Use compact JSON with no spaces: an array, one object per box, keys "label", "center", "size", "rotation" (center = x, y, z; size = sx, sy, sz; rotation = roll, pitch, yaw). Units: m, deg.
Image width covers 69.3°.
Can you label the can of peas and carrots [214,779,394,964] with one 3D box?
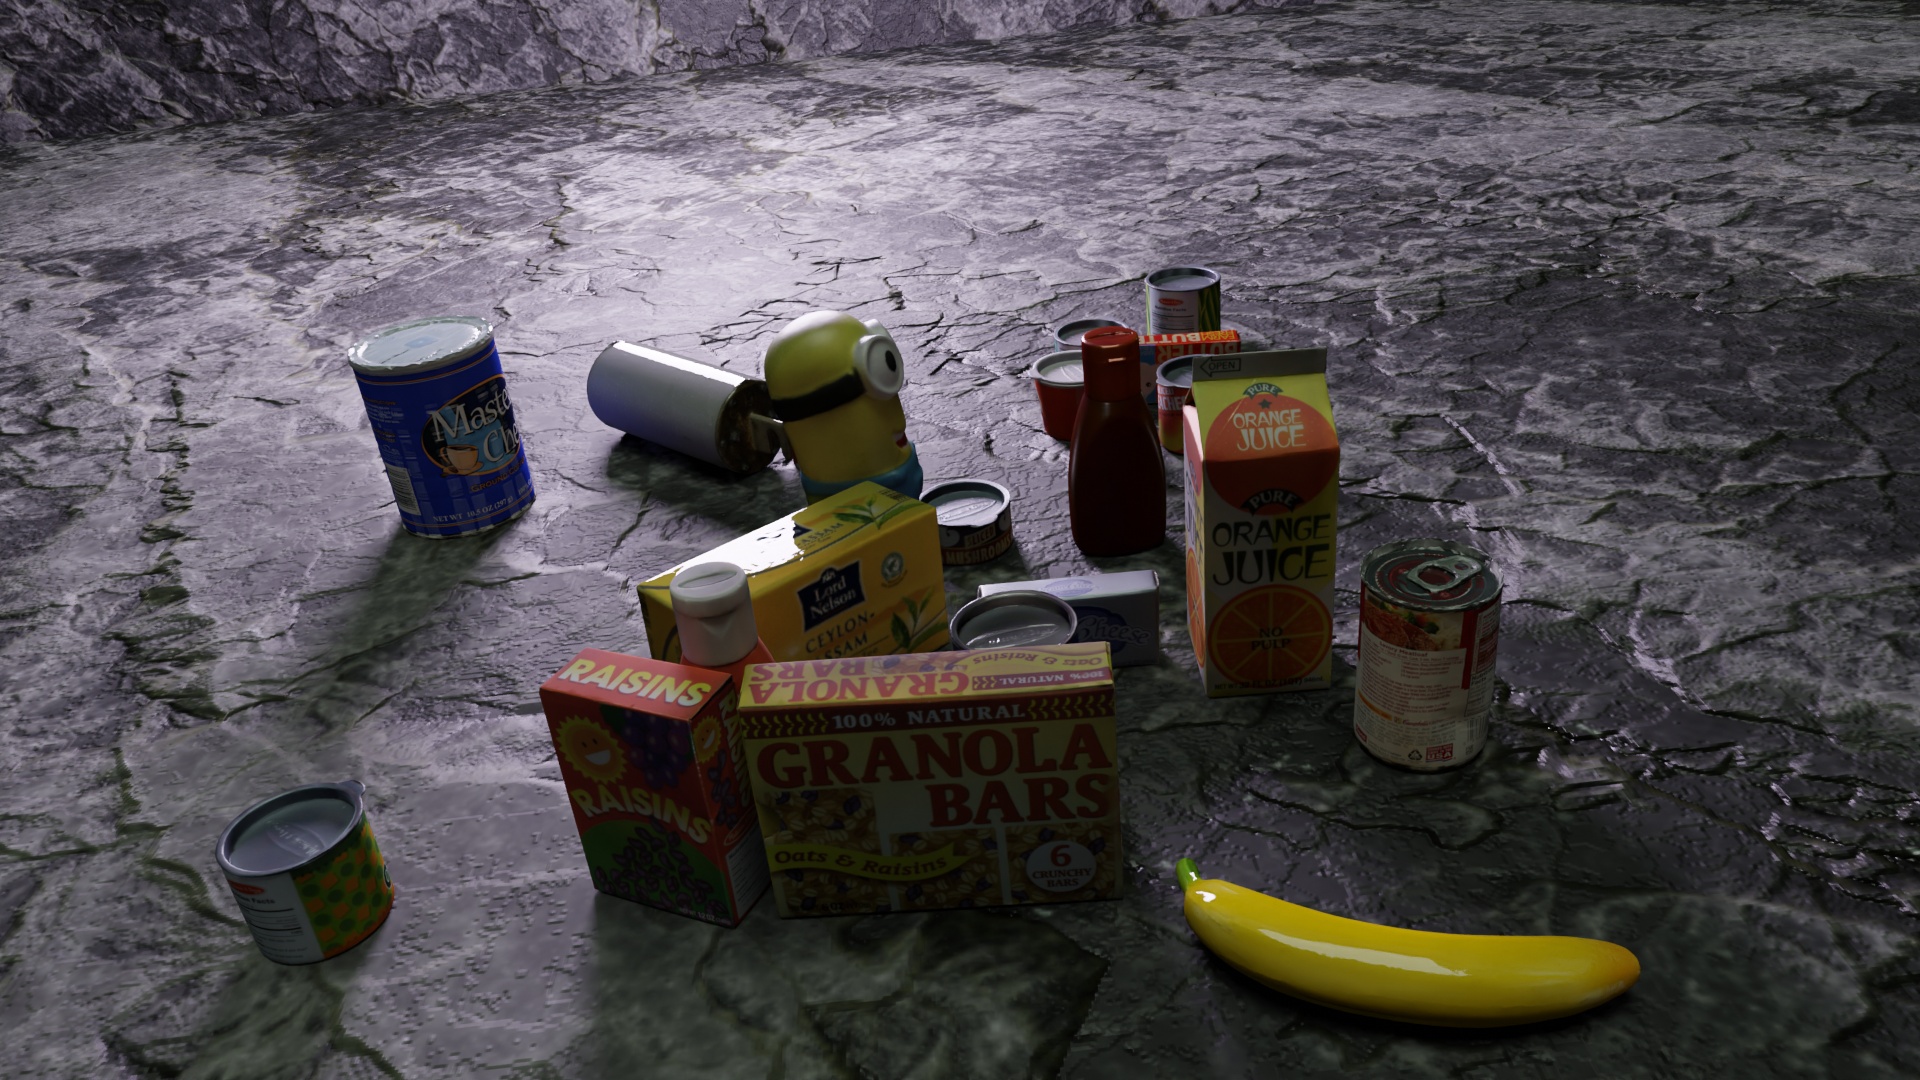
[{"label":"can of peas and carrots","center":[-0.315,0.160,0.675],"size":[0.071,0.058,0.071],"rotation":[-5,29,3]}]

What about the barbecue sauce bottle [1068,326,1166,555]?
[{"label":"barbecue sauce bottle","center":[0.101,-0.064,0.906],"size":[0.065,0.147,0.044],"rotation":[-8,29,-3]}]

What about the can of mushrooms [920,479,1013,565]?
[{"label":"can of mushrooms","center":[0.003,-0.012,0.949],"size":[0.071,0.033,0.071],"rotation":[-5,29,3]}]

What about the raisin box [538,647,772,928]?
[{"label":"raisin box","center":[-0.141,0.116,0.655],"size":[0.086,0.122,0.040],"rotation":[8,32,24]}]

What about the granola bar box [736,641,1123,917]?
[{"label":"granola bar box","center":[-0.010,0.112,0.637],"size":[0.166,0.123,0.039],"rotation":[-4,29,3]}]

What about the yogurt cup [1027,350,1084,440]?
[{"label":"yogurt cup","center":[0.092,-0.113,1.093],"size":[0.072,0.053,0.073],"rotation":[-5,29,3]}]

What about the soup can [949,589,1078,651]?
[{"label":"soup can","center":[0.031,0.080,0.728],"size":[0.071,0.083,0.072],"rotation":[-5,29,3]}]

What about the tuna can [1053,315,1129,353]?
[{"label":"tuna can","center":[0.116,-0.168,1.209],"size":[0.071,0.032,0.071],"rotation":[-5,29,3]}]

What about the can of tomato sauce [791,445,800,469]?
[{"label":"can of tomato sauce","center":[-0.102,-0.102,1.079],"size":[0.071,0.082,0.071],"rotation":[-5,29,3]}]

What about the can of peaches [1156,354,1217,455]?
[{"label":"can of peaches","center":[0.180,-0.102,1.052],"size":[0.071,0.057,0.071],"rotation":[-5,29,3]}]

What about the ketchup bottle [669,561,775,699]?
[{"label":"ketchup bottle","center":[-0.112,0.082,0.684],"size":[0.065,0.148,0.044],"rotation":[-14,30,-14]}]

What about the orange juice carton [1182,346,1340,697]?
[{"label":"orange juice carton","center":[0.163,-0.014,0.760],"size":[0.072,0.191,0.073],"rotation":[-5,29,2]}]

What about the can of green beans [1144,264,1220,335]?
[{"label":"can of green beans","center":[0.199,-0.206,1.236],"size":[0.071,0.057,0.071],"rotation":[-5,29,3]}]

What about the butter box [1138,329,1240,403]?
[{"label":"butter box","center":[0.174,-0.140,1.126],"size":[0.103,0.053,0.024],"rotation":[-3,29,5]}]

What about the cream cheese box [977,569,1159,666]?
[{"label":"cream cheese box","center":[0.064,0.049,0.808],"size":[0.104,0.053,0.024],"rotation":[-5,29,2]}]
